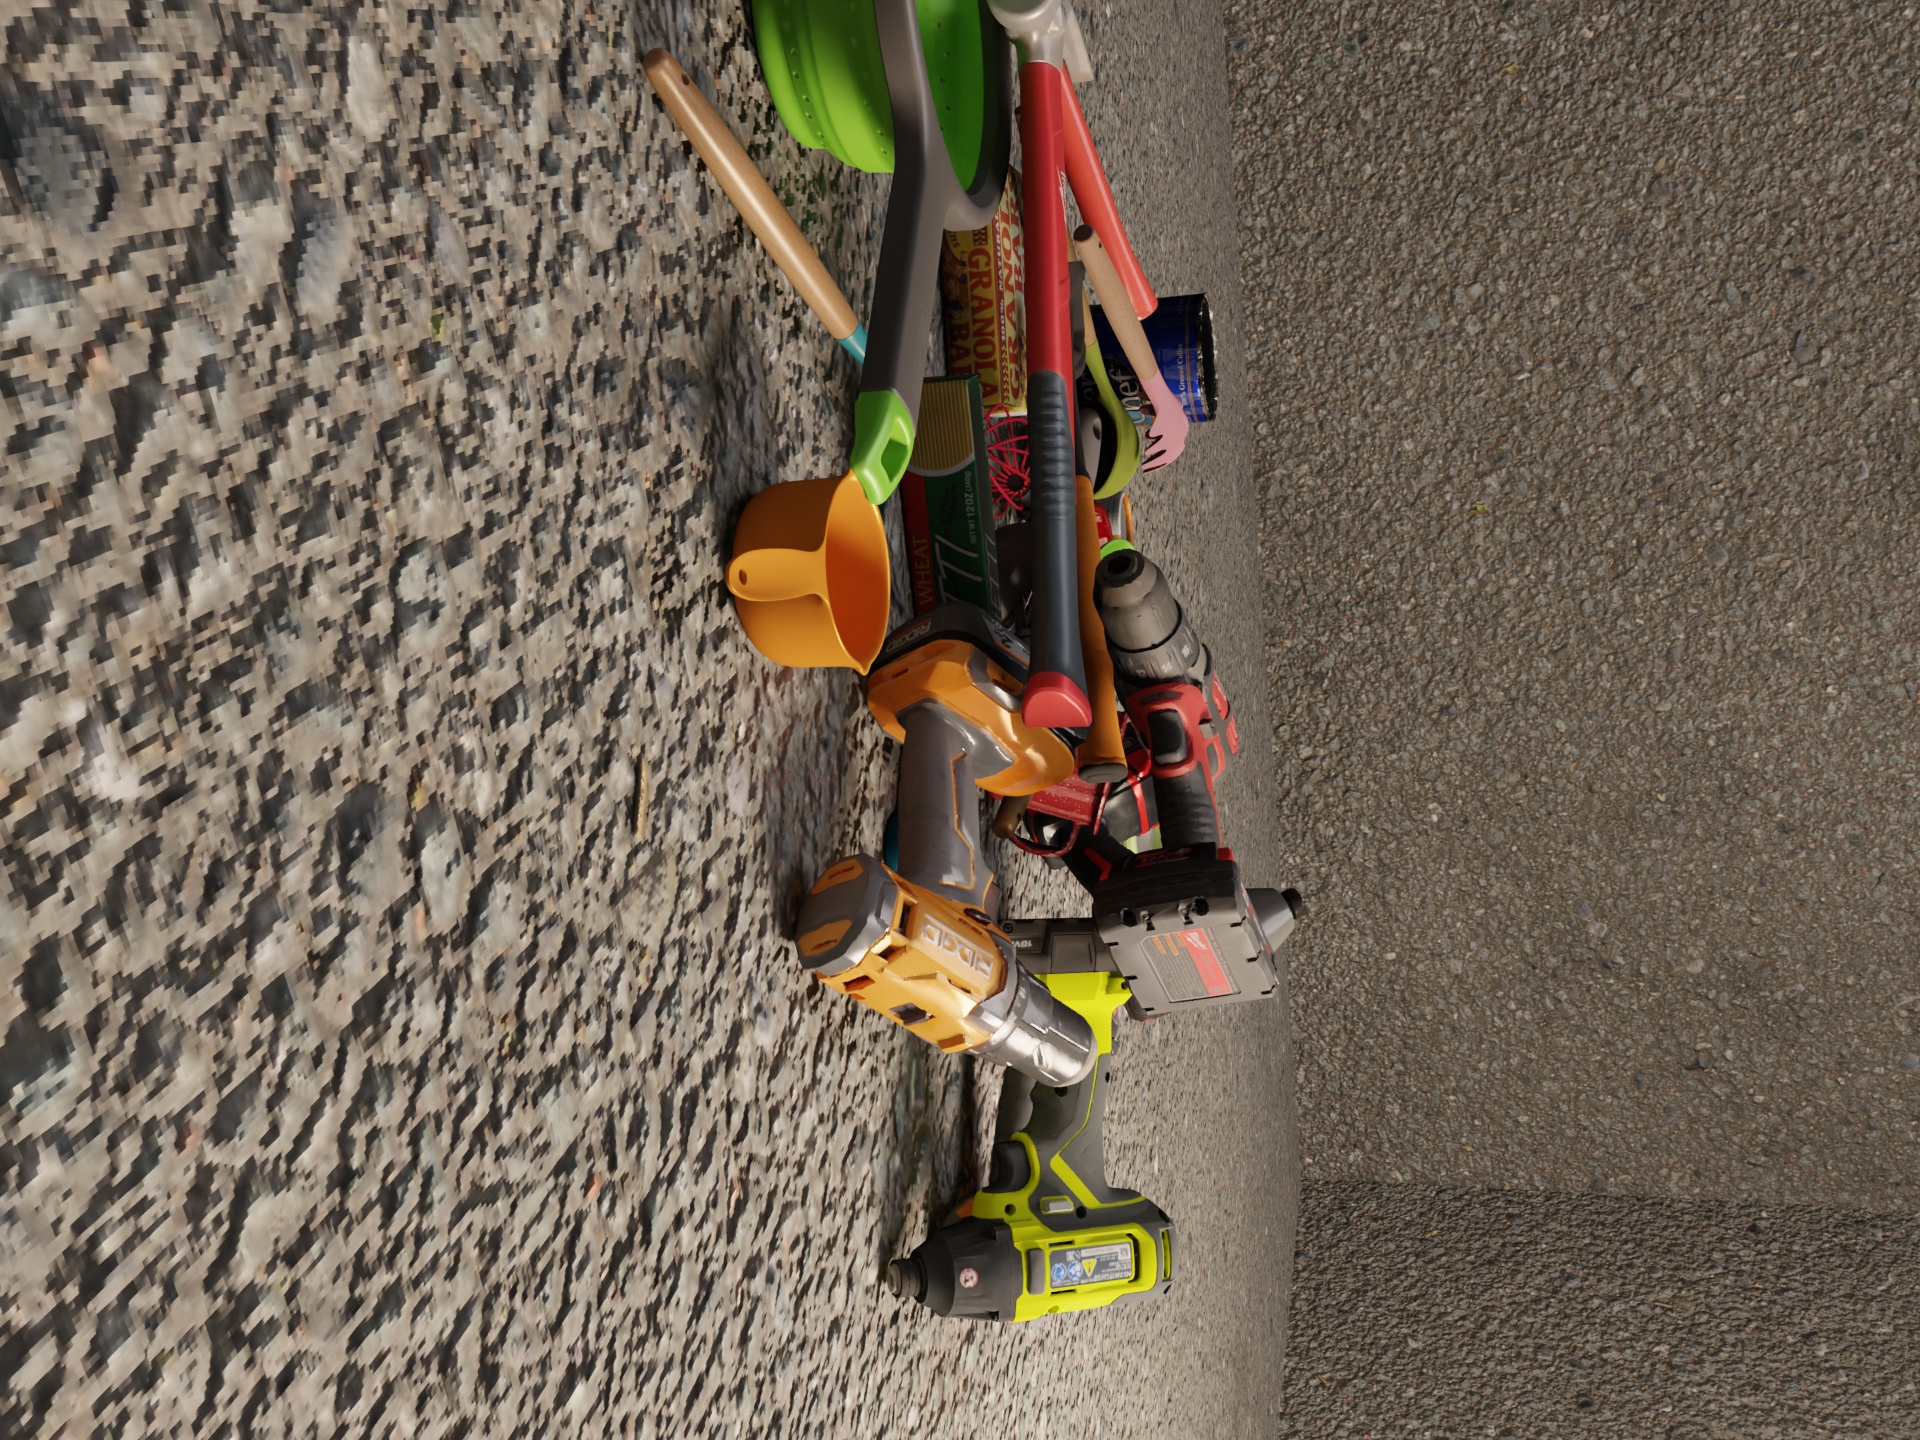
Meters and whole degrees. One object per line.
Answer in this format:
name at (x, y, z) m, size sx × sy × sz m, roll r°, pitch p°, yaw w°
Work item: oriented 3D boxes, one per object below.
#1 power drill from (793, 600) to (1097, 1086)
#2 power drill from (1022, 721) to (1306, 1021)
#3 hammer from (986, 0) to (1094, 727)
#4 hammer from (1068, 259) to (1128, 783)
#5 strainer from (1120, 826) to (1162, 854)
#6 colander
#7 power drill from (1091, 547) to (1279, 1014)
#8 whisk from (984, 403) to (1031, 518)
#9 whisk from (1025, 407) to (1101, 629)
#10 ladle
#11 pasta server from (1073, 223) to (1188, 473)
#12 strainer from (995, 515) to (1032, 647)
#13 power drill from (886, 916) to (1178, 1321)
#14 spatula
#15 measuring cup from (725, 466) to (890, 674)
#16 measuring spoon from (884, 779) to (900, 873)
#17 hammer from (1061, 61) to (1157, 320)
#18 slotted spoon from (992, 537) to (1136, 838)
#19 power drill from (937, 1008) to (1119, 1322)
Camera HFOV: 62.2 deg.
power drill at (0.013, 0.072, 0.849) m, size 0.185 × 0.084 × 0.226 m, roll 36°, pitch 47°, yaw -30°
power drill at (0.140, 0.105, 1.141) m, size 0.220 × 0.143 × 0.078 m, roll -121°, pitch -170°, yaw -47°
hammer at (0.050, -0.189, 0.850) m, size 0.143 × 0.038 × 0.386 m, roll -4°, pitch 93°, yaw -77°
hammer at (0.079, -0.126, 1.029) m, size 0.127 × 0.034 × 0.337 m, roll 73°, pitch 13°, yaw -74°
strainer at (0.129, 0.022, 1.373) m, size 0.151 × 0.069 × 0.256 m, roll -33°, pitch 119°, yaw -68°
colander at (-0.050, -0.269, 0.739) m, size 0.204 × 0.094 × 0.397 m, roll 63°, pitch 30°, yaw -59°
power drill at (0.119, 0.031, 0.906) m, size 0.187 × 0.080 × 0.227 m, roll 60°, pitch 25°, yaw -46°
whisk at (0.036, -0.167, 1.101) m, size 0.296 × 0.073 × 0.073 m, roll -9°, pitch 97°, yaw -79°
whisk at (0.074, -0.110, 1.162) m, size 0.055 × 0.055 × 0.239 m, roll 13°, pitch 88°, yaw -73°
ladle at (0.074, -0.290, 1.147) m, size 0.319 × 0.062 × 0.078 m, roll 67°, pitch -3°, yaw -46°
pasta server at (0.114, -0.248, 1.080) m, size 0.316 × 0.040 × 0.060 m, roll 37°, pitch 49°, yaw -67°
strainer at (0.040, -0.056, 1.027) m, size 0.259 × 0.050 × 0.086 m, roll -102°, pitch -149°, yaw -46°
power drill at (0.037, 0.228, 0.921) m, size 0.080 × 0.171 × 0.223 m, roll 160°, pitch -70°, yaw -64°
spatula at (-0.078, -0.205, 0.777) m, size 0.317 × 0.044 × 0.082 m, roll 48°, pitch 43°, yaw -59°
measuring cup at (-0.083, -0.063, 0.693) m, size 0.173 × 0.052 × 0.095 m, roll -18°, pitch 106°, yaw -71°
measuring spoon at (-0.023, 0.035, 0.933) m, size 0.042 × 0.021 × 0.129 m, roll 59°, pitch 34°, yaw -59°
hammer at (0.060, -0.417, 1.029) m, size 0.358 × 0.036 × 0.149 m, roll 63°, pitch 1°, yaw -34°
slotted spoon at (0.071, -0.026, 1.058) m, size 0.314 × 0.031 × 0.070 m, roll -63°, pitch 142°, yaw -49°
power drill at (0.048, 0.280, 1.056) m, size 0.164 × 0.084 × 0.227 m, roll 63°, pitch 34°, yaw -56°
